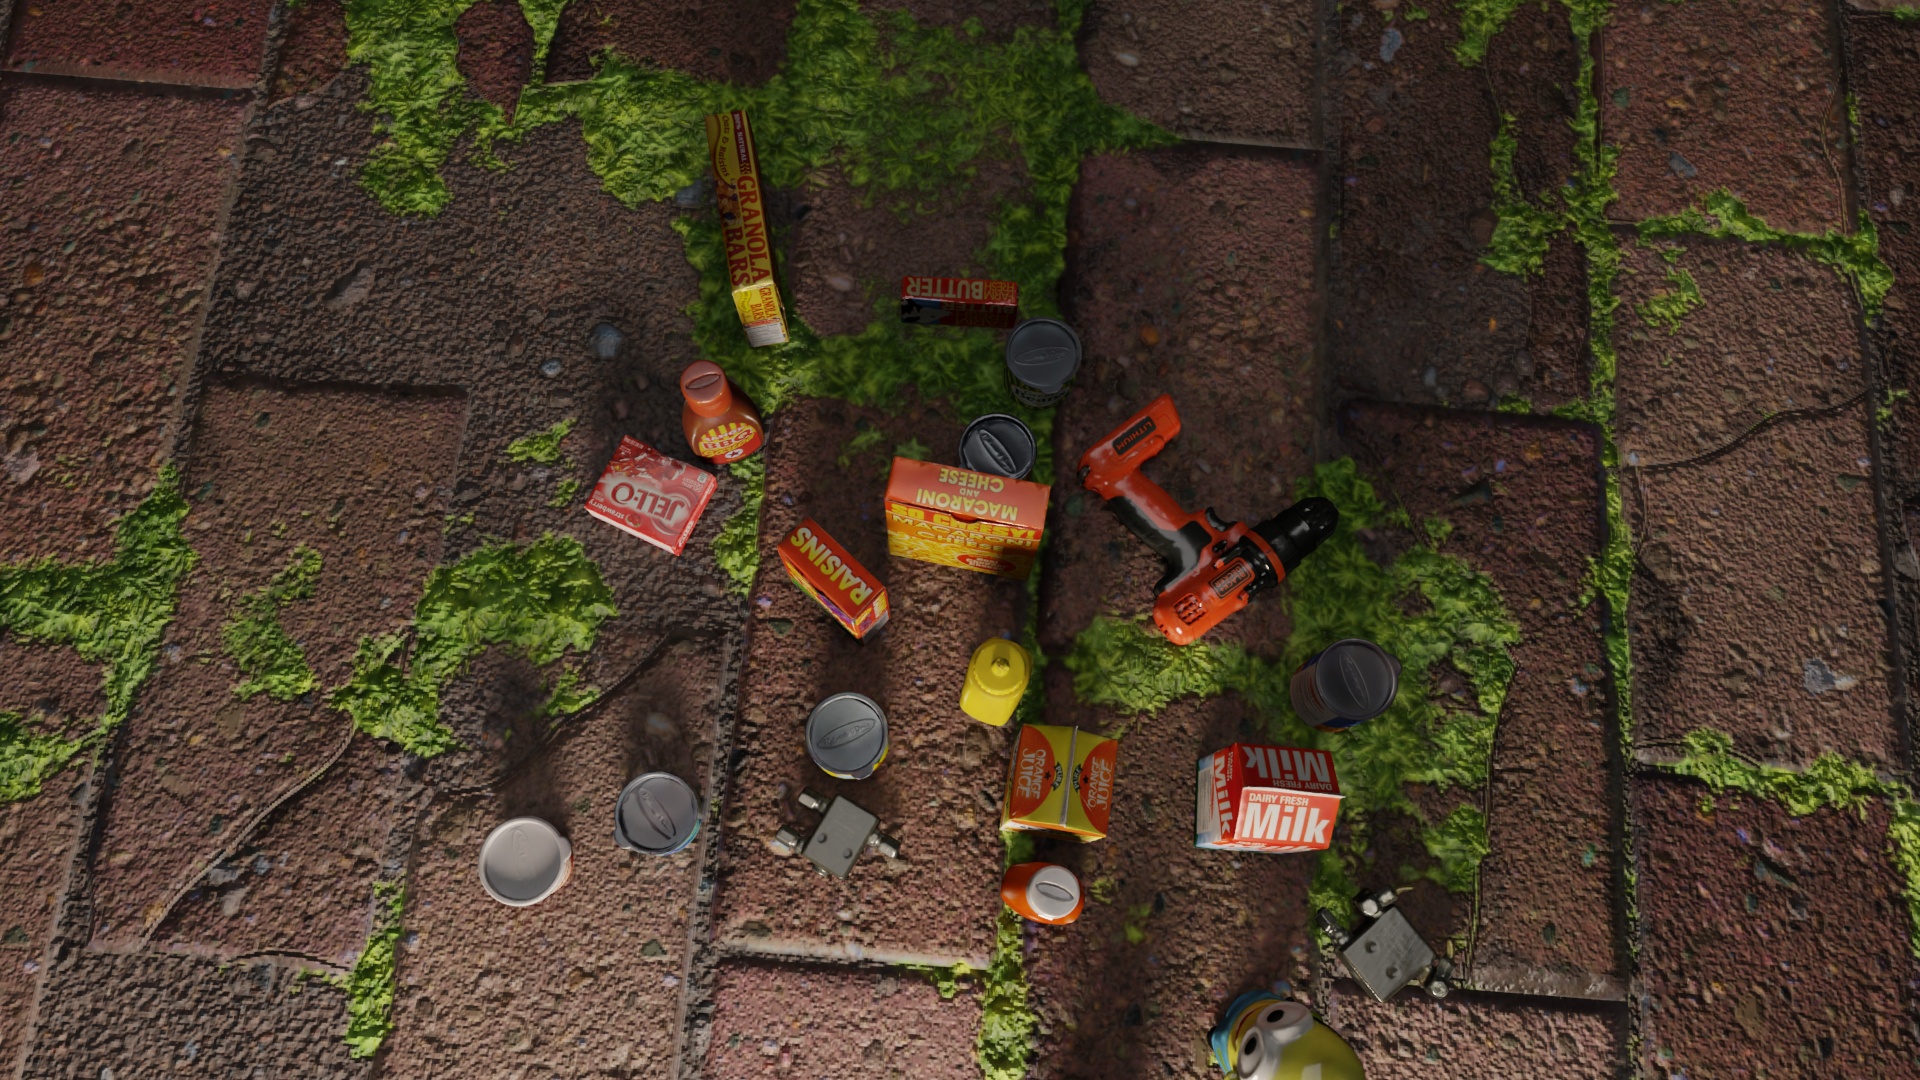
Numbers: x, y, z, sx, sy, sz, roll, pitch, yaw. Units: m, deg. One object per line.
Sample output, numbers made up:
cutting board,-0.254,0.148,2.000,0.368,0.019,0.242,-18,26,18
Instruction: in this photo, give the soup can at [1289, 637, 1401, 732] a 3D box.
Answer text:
soup can,0.313,0.119,1.134,0.071,0.083,0.071,0,75,-1

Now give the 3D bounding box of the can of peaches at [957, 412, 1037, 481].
can of peaches,0.029,-0.068,1.190,0.071,0.058,0.071,0,75,-1

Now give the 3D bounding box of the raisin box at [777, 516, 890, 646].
raisin box,-0.101,0.035,1.125,0.086,0.123,0.040,43,79,9

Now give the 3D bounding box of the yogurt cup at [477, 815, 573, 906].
yogurt cup,-0.339,0.253,1.096,0.072,0.054,0.072,0,75,-1

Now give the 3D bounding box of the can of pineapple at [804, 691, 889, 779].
can of pineapple,-0.091,0.161,1.125,0.071,0.057,0.071,0,75,-1

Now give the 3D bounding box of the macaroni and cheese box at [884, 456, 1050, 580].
macaroni and cheese box,0.004,-0.014,1.119,0.124,0.166,0.040,11,76,2

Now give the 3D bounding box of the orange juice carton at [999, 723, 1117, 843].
orange juice carton,0.074,0.186,1.053,0.073,0.192,0.072,9,76,1

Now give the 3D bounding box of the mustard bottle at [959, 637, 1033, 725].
mustard bottle,0.029,0.105,1.090,0.049,0.160,0.065,23,76,5

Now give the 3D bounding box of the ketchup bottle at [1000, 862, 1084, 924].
ketchup bottle,0.065,0.268,1.054,0.065,0.148,0.043,19,76,4

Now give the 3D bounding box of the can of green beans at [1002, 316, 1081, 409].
can of green beans,0.070,-0.154,1.214,0.071,0.057,0.071,0,75,-1

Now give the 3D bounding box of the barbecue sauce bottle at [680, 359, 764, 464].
barbecue sauce bottle,-0.201,-0.106,1.147,0.065,0.148,0.044,-20,77,-6

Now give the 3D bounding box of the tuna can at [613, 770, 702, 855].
tuna can,-0.244,0.222,1.118,0.071,0.032,0.071,0,75,-1

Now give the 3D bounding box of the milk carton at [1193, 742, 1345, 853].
milk carton,0.231,0.197,1.055,0.072,0.190,0.073,5,76,0

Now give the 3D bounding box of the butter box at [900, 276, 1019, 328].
butter box,-0.001,-0.211,1.230,0.103,0.053,0.024,3,75,-1

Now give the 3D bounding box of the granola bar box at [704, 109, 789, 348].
granola bar box,-0.183,-0.267,1.204,0.039,0.124,0.166,-10,76,-4
